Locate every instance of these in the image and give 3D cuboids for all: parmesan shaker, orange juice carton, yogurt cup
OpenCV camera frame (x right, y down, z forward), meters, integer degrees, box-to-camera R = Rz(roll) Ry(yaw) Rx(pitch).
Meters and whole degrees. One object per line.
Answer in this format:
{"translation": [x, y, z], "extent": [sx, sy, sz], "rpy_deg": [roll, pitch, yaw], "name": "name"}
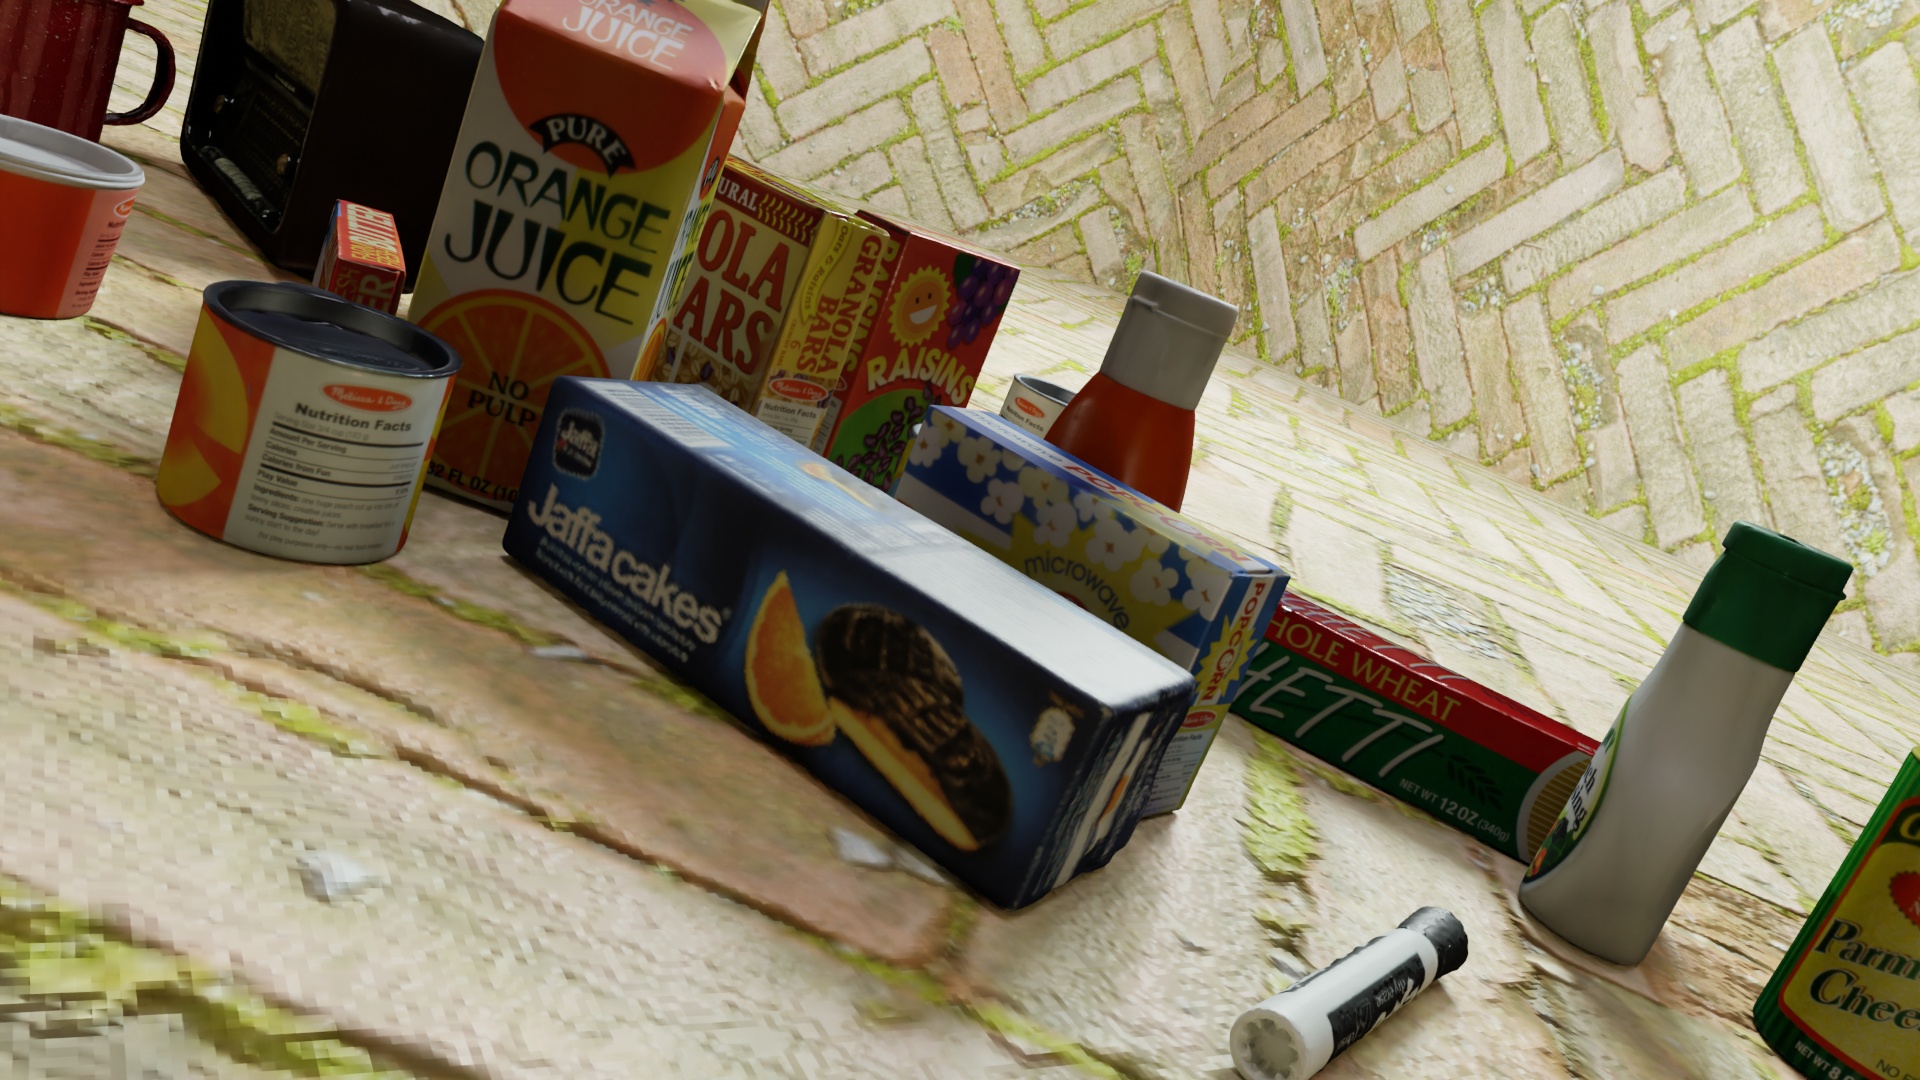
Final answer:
{"translation": [0.306, 0.126, 0.429], "extent": [0.071, 0.102, 0.071], "rpy_deg": [21, 14, -5], "name": "parmesan shaker"}
{"translation": [-0.125, -0.107, 0.459], "extent": [0.072, 0.192, 0.073], "rpy_deg": [20, 14, -9], "name": "orange juice carton"}
{"translation": [-0.316, -0.109, 0.464], "extent": [0.072, 0.053, 0.072], "rpy_deg": [21, 14, -5], "name": "yogurt cup"}

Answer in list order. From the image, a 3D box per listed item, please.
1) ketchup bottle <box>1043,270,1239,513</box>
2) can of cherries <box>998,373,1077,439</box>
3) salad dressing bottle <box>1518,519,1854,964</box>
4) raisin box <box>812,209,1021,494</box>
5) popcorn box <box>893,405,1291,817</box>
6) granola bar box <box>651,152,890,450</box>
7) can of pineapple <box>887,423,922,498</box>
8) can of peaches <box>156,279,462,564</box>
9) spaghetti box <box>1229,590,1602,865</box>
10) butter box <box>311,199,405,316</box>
{"translation": [0.050, -0.019, 0.487], "extent": [0.043, 0.148, 0.065], "rpy_deg": [10, 19, -41], "name": "ketchup bottle"}
{"translation": [0.053, -0.057, 0.803], "extent": [0.071, 0.058, 0.072], "rpy_deg": [21, 14, -5], "name": "can of cherries"}
{"translation": [0.238, 0.066, 0.457], "extent": [0.044, 0.147, 0.064], "rpy_deg": [28, 15, 23], "name": "salad dressing bottle"}
{"translation": [-0.030, -0.085, 0.654], "extent": [0.040, 0.123, 0.086], "rpy_deg": [32, 17, 35], "name": "raisin box"}
{"translation": [0.029, 0.019, 0.445], "extent": [0.127, 0.085, 0.038], "rpy_deg": [32, 17, 33], "name": "popcorn box"}
{"translation": [-0.114, -0.104, 0.600], "extent": [0.039, 0.124, 0.166], "rpy_deg": [6, 21, -48], "name": "granola bar box"}
{"translation": [0.002, -0.007, 0.554], "extent": [0.071, 0.057, 0.071], "rpy_deg": [21, 14, -5], "name": "can of pineapple"}
{"translation": [-0.180, -0.034, 0.386], "extent": [0.071, 0.058, 0.071], "rpy_deg": [21, 14, -5], "name": "can of peaches"}
{"translation": [0.155, 0.062, 0.545], "extent": [0.250, 0.050, 0.029], "rpy_deg": [27, 15, 18], "name": "spaghetti box"}
{"translation": [-0.233, -0.093, 0.532], "extent": [0.024, 0.053, 0.104], "rpy_deg": [14, 17, -29], "name": "butter box"}
